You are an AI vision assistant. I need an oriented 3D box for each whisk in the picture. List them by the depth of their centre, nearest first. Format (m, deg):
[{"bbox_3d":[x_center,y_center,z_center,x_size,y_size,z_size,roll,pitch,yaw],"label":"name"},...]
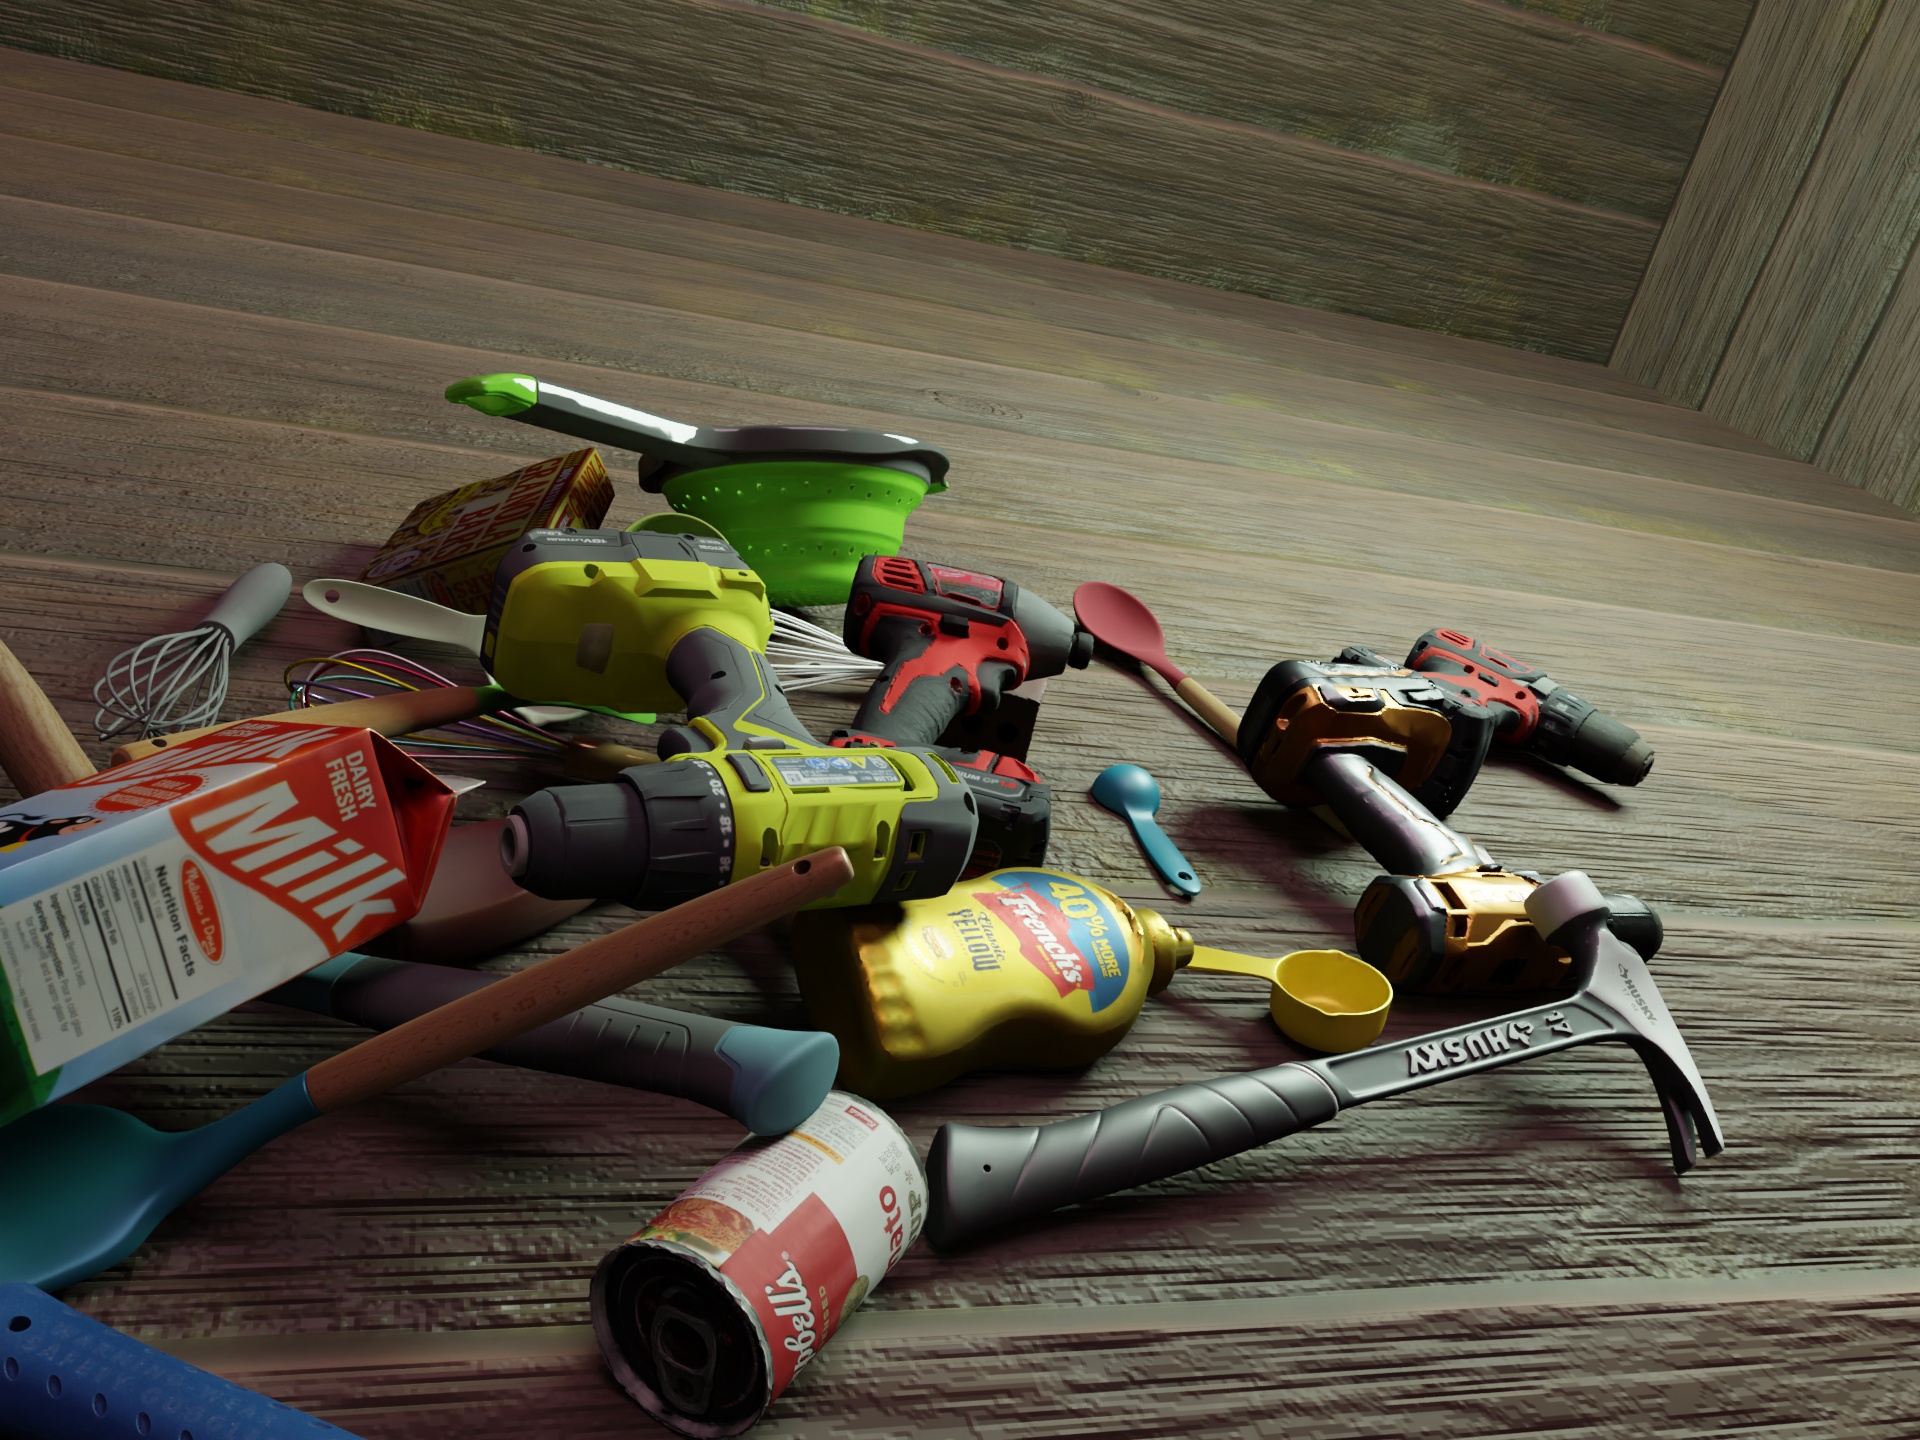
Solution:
[{"bbox_3d":[-0.221,0.011,0.808,0.245,0.047,0.051,15,24,-8],"label":"whisk"},{"bbox_3d":[-0.386,-0.039,0.822,0.055,0.055,0.239,10,21,-11],"label":"whisk"},{"bbox_3d":[-0.053,-0.034,0.991,0.246,0.057,0.059,6,17,-29],"label":"whisk"}]

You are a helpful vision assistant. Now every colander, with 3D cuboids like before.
[{"bbox_3d":[-0.151,-0.129,0.978,0.204,0.094,0.397,-3,-4,32],"label":"colander"}]

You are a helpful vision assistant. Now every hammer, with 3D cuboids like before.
[{"bbox_3d":[-0.085,0.236,0.421,0.405,0.035,0.144,19,26,8],"label":"hammer"},{"bbox_3d":[-0.205,0.099,0.568,0.331,0.033,0.128,8,23,15],"label":"hammer"},{"bbox_3d":[-0.405,-0.016,0.661,0.031,0.130,0.332,-12,38,-44],"label":"hammer"},{"bbox_3d":[0.166,0.161,0.684,0.408,0.036,0.149,-6,56,-29],"label":"hammer"}]

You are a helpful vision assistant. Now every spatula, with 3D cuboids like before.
[{"bbox_3d":[-0.183,0.103,0.500,0.317,0.044,0.082,-23,50,-3],"label":"spatula"}]

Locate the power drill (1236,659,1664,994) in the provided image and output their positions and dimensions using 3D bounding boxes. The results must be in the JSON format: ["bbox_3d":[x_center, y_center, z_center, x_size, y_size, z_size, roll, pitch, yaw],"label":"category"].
[{"bbox_3d":[0.279,0.063,0.913,0.185,0.084,0.226,3,38,-23],"label":"power drill"}]

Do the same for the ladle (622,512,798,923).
[{"bbox_3d":[-0.119,-0.004,0.818,0.078,0.062,0.321,-5,39,-23],"label":"ladle"}]

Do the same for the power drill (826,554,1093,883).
[{"bbox_3d":[-0.001,-0.003,0.849,0.143,0.078,0.220,12,40,-4],"label":"power drill"}]

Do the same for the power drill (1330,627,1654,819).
[{"bbox_3d":[0.365,0.004,1.108,0.188,0.080,0.226,32,27,32],"label":"power drill"}]

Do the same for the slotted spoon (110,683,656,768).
[{"bbox_3d":[-0.239,-0.004,0.719,0.070,0.031,0.313,31,19,18],"label":"slotted spoon"}]

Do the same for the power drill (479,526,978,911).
[{"bbox_3d":[-0.124,0.002,0.683,0.190,0.080,0.229,0,32,-35],"label":"power drill"}]

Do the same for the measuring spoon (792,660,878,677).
[{"bbox_3d":[-0.052,-0.040,1.032,0.124,0.018,0.034,-3,30,-32],"label":"measuring spoon"}]

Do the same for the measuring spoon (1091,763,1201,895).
[{"bbox_3d":[0.112,0.058,0.913,0.042,0.021,0.129,5,25,-19],"label":"measuring spoon"}]

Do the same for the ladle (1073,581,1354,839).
[{"bbox_3d":[0.169,-0.011,1.086,0.069,0.031,0.316,-4,33,-30],"label":"ladle"}]

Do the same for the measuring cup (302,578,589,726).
[{"bbox_3d":[-0.264,-0.050,0.852,0.167,0.083,0.038,15,6,-23],"label":"measuring cup"}]

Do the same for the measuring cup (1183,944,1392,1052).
[{"bbox_3d":[0.131,0.131,0.783,0.156,0.029,0.062,8,23,14],"label":"measuring cup"}]
